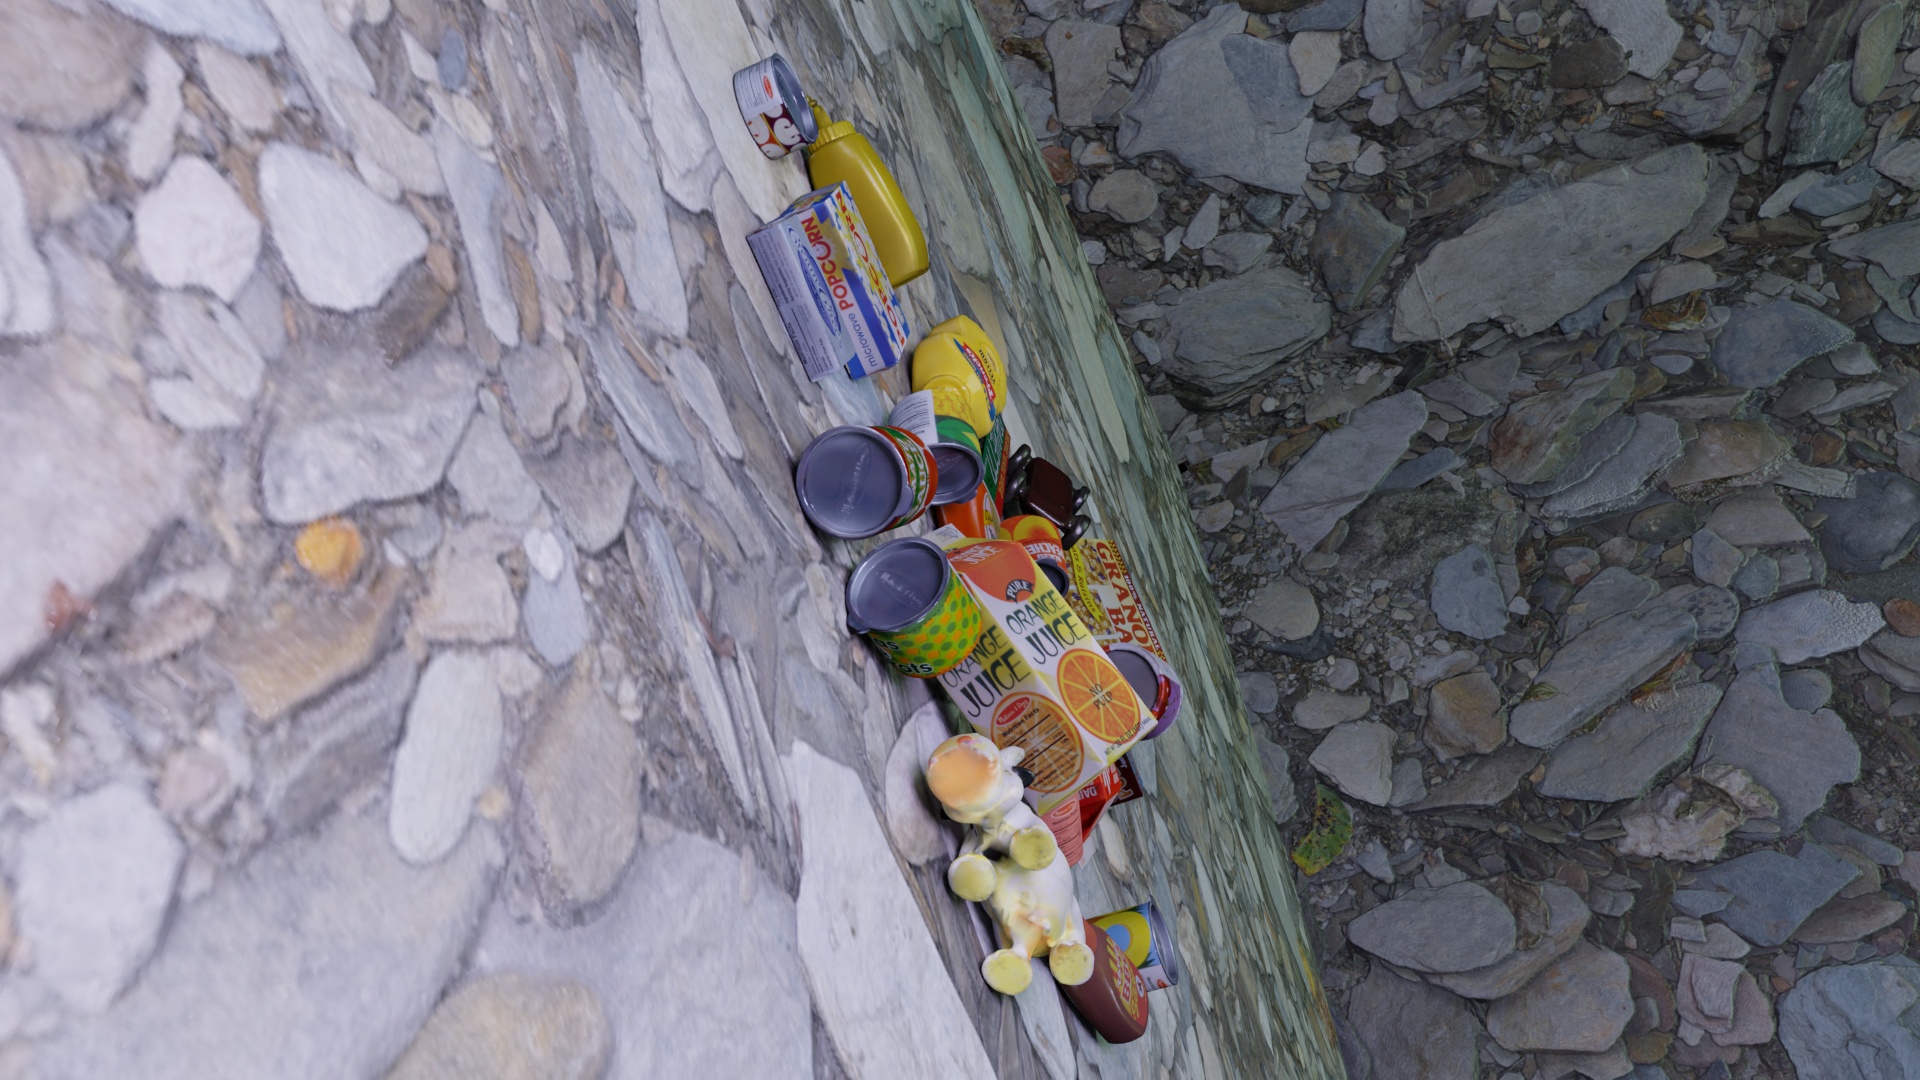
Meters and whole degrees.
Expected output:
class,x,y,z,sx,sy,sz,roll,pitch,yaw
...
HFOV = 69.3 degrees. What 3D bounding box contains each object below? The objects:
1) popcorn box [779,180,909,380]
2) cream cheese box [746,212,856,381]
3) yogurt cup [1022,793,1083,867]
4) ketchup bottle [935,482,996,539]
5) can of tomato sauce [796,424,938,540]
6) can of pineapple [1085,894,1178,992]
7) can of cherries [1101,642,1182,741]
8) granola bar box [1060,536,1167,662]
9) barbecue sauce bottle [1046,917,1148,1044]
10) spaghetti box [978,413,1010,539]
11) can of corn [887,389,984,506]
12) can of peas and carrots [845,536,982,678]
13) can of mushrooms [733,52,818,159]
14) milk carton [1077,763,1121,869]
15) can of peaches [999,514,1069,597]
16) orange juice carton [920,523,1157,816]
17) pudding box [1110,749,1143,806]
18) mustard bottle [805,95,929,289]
class,x,y,z,sx,sy,sz,roll,pitch,yaw
popcorn box,-0.081,-0.188,0.999,0.085,0.038,0.126,-78,146,-65
cream cheese box,-0.102,-0.159,0.904,0.053,0.024,0.103,-71,140,-70
yogurt cup,0.051,0.192,0.941,0.072,0.072,0.054,-48,126,-75
ketchup bottle,0.004,-0.014,1.080,0.064,0.043,0.149,71,7,-55
can of tomato sauce,-0.052,-0.036,0.833,0.083,0.071,0.071,-22,92,-77
can of pineapple,0.133,0.321,1.091,0.071,0.058,0.071,-21,91,-77
can of cherries,0.122,0.113,1.007,0.058,0.071,0.071,32,40,-66
granola bar box,0.133,0.076,1.341,0.124,0.039,0.166,3,59,-50
barbecue sauce bottle,0.091,0.302,0.985,0.148,0.043,0.065,57,20,-44
spaghetti box,0.019,-0.064,1.243,0.251,0.028,0.050,-80,149,-64
can of corn,-0.017,-0.067,1.020,0.071,0.071,0.058,56,19,-47
can of peas and carrots,-0.028,0.043,0.832,0.058,0.071,0.071,57,19,-47
can of mushrooms,-0.129,-0.304,0.981,0.071,0.033,0.071,-21,91,-77
milk carton,0.066,0.147,1.037,0.072,0.073,0.190,6,66,-75
can of peaches,0.059,0.018,1.196,0.058,0.071,0.071,-97,162,-45
orange juice carton,0.032,0.073,0.904,0.193,0.072,0.072,53,37,9
pudding box,0.131,0.200,1.272,0.030,0.049,0.083,-73,143,-71
mustard bottle,-0.080,-0.269,1.068,0.160,0.065,0.049,66,18,-4
